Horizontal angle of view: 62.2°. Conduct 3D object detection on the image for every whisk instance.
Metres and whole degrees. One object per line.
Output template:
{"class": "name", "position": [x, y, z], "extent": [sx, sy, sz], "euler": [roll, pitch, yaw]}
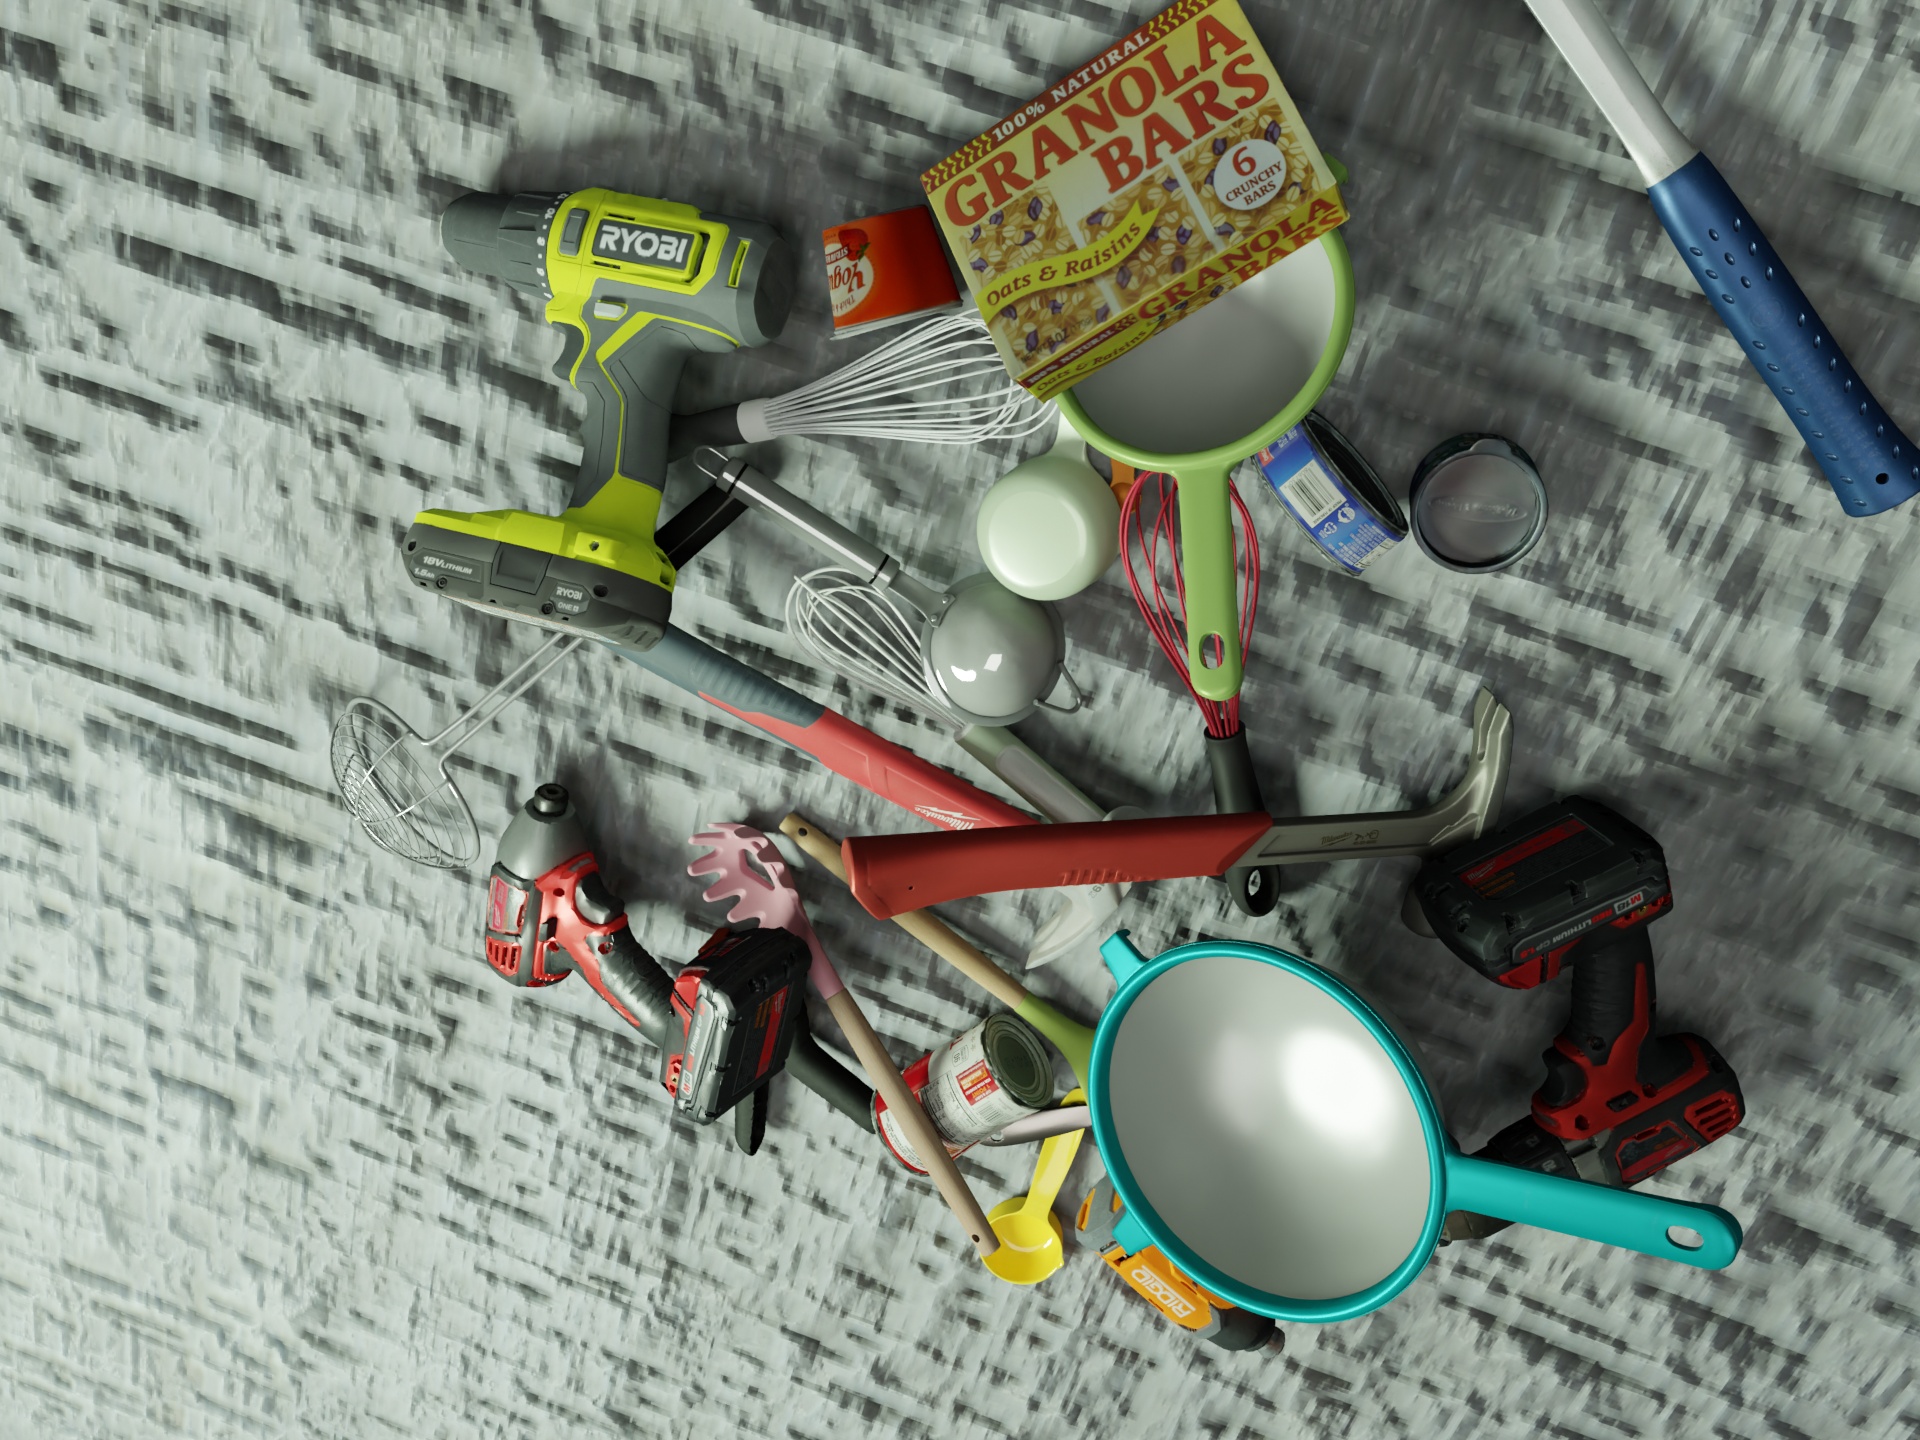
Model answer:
{"class": "whisk", "position": [0.141, -0.011, 0.873], "extent": [0.073, 0.073, 0.295], "euler": [-7, 119, 17]}
{"class": "whisk", "position": [-0.079, -0.165, 0.849], "extent": [0.284, 0.070, 0.070], "euler": [-6, 114, 24]}
{"class": "whisk", "position": [-0.001, -0.003, 0.918], "extent": [0.246, 0.059, 0.058], "euler": [40, 90, -12]}

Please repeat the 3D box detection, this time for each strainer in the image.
{"class": "strainer", "position": [0.122, -0.133, 0.762], "extent": [0.151, 0.069, 0.256], "euler": [-6, 80, 23]}
{"class": "strainer", "position": [-0.035, -0.075, 0.867], "extent": [0.258, 0.050, 0.087], "euler": [32, 82, -9]}
{"class": "strainer", "position": [0.232, 0.215, 0.838], "extent": [0.340, 0.095, 0.211], "euler": [4, 103, 37]}

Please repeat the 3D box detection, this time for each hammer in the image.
{"class": "hammer", "position": [-0.082, 0.018, 0.913], "extent": [0.386, 0.038, 0.143], "euler": [28, 137, -6]}
{"class": "hammer", "position": [0.117, 0.059, 0.844], "extent": [0.359, 0.037, 0.149], "euler": [-2, 119, -13]}
{"class": "hammer", "position": [0.311, -0.255, 0.721], "extent": [0.144, 0.035, 0.405], "euler": [-35, 103, 25]}

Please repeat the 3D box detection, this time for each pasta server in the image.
{"class": "pasta server", "position": [-0.068, 0.196, 0.988], "extent": [0.060, 0.040, 0.316], "euler": [-36, 84, 37]}

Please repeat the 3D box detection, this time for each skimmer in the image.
{"class": "skimmer", "position": [-0.250, -0.036, 0.970], "extent": [0.363, 0.090, 0.127], "euler": [-38, 92, 16]}

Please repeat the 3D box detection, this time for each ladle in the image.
{"class": "ladle", "position": [0.019, 0.156, 0.985], "extent": [0.320, 0.078, 0.062], "euler": [38, 163, -2]}

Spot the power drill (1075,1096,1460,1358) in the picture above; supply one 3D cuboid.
{"class": "power drill", "position": [0.204, 0.319, 1.008], "extent": [0.164, 0.084, 0.226], "euler": [43, 122, -10]}

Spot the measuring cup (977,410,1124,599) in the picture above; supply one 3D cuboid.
{"class": "measuring cup", "position": [0.052, -0.141, 0.832], "extent": [0.083, 0.038, 0.167], "euler": [18, 118, 17]}

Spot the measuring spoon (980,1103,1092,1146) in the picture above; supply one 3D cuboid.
{"class": "measuring spoon", "position": [0.069, 0.263, 1.035], "extent": [0.124, 0.018, 0.034], "euler": [-14, 101, 10]}

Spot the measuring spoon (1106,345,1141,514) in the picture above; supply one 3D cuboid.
{"class": "measuring spoon", "position": [0.087, -0.166, 0.836], "extent": [0.021, 0.011, 0.116], "euler": [6, 114, 22]}

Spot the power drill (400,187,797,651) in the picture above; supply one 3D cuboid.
{"class": "power drill", "position": [-0.203, -0.164, 0.823], "extent": [0.190, 0.080, 0.228], "euler": [14, 85, 13]}

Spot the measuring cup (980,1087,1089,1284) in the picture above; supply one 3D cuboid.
{"class": "measuring cup", "position": [0.057, 0.309, 1.073], "extent": [0.062, 0.029, 0.156], "euler": [19, 107, 2]}

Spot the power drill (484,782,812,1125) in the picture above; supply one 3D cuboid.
{"class": "power drill", "position": [-0.206, 0.138, 0.993], "extent": [0.220, 0.078, 0.143], "euler": [29, 121, 23]}

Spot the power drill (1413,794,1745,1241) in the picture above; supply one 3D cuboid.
{"class": "power drill", "position": [0.321, 0.176, 0.875], "extent": [0.188, 0.080, 0.226], "euler": [-26, 113, -2]}
